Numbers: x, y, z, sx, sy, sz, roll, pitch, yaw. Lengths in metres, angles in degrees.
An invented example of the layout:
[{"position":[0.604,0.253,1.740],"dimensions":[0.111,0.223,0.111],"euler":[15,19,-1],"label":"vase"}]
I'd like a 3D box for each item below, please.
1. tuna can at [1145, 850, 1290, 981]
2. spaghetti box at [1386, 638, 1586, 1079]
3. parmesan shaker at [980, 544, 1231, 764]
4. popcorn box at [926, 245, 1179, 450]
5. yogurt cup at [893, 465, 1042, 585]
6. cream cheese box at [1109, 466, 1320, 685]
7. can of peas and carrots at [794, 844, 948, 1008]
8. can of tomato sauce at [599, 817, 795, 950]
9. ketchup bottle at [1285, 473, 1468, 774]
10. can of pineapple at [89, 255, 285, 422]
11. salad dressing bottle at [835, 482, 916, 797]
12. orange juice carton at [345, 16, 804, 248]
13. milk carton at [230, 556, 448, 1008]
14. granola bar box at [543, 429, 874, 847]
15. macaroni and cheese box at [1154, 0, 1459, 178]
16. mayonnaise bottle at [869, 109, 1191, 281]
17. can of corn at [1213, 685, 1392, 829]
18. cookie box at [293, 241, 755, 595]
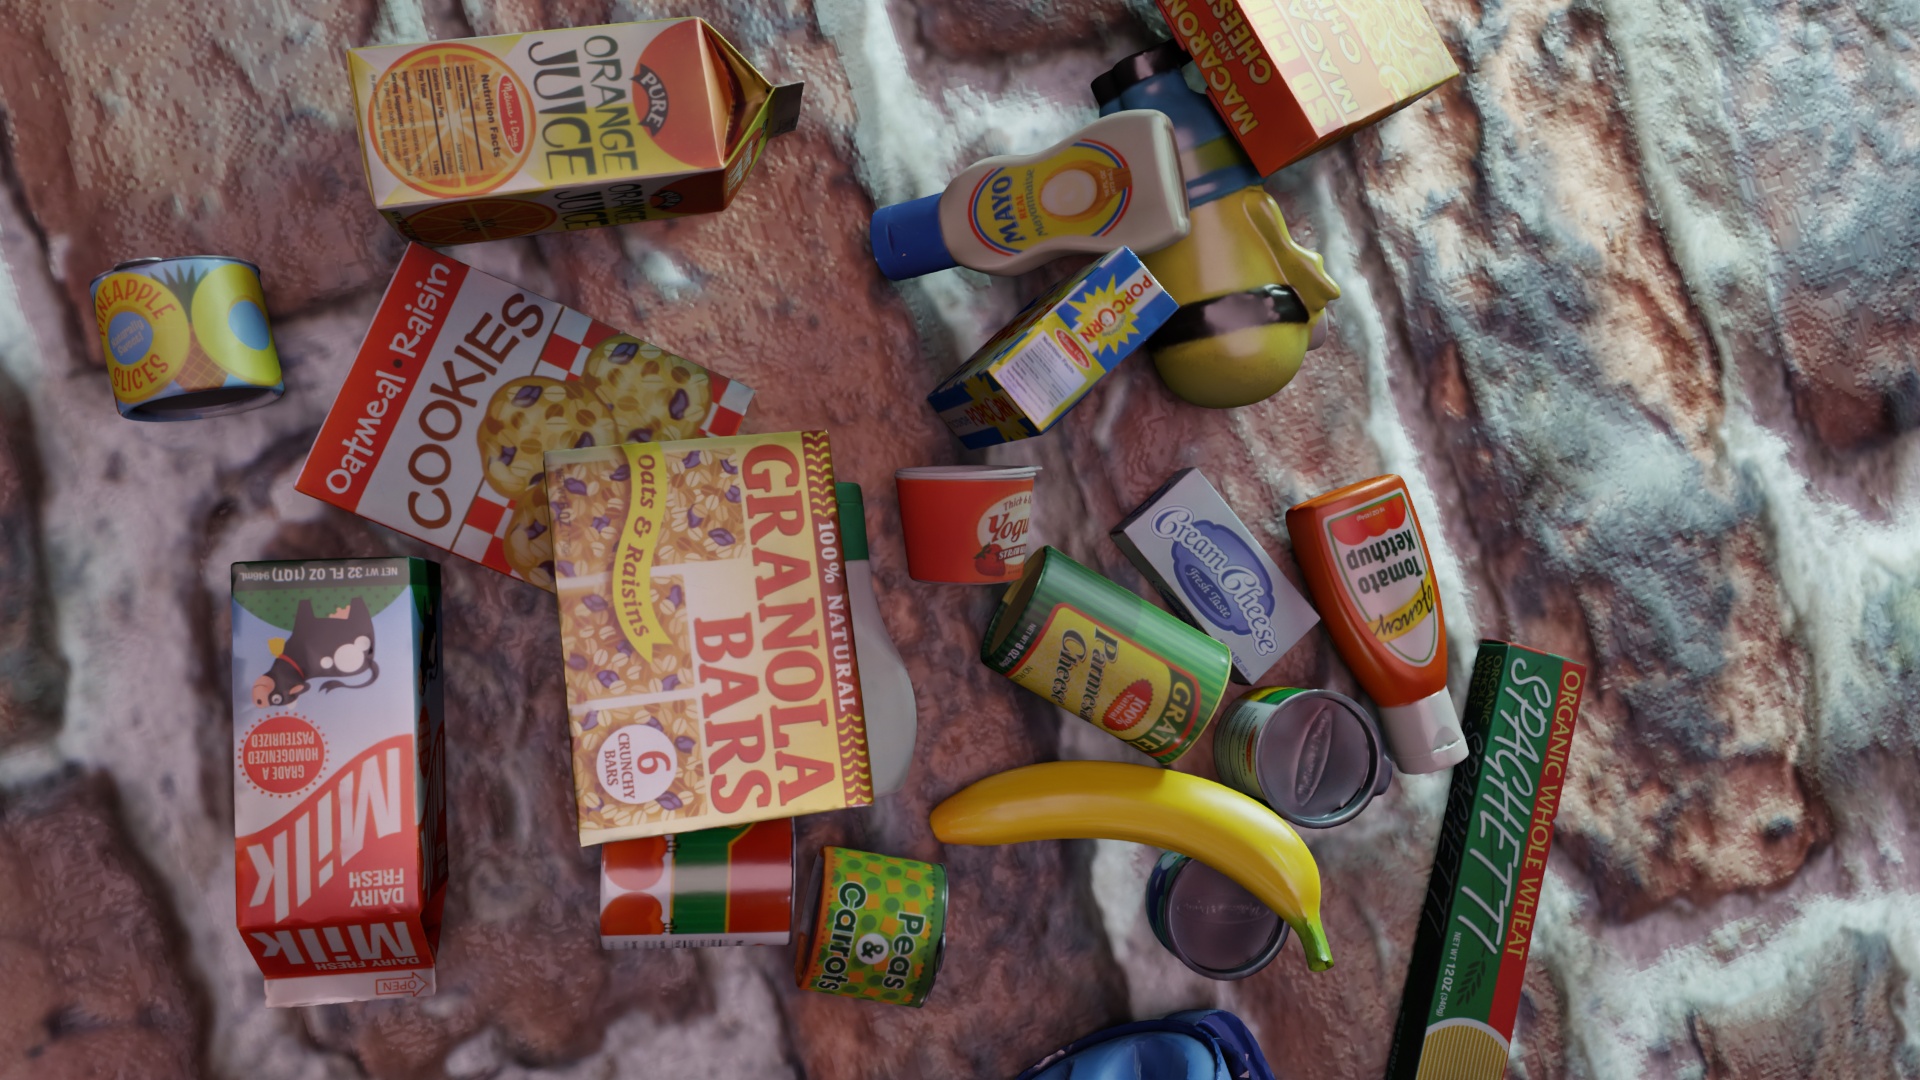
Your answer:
[{"position":[0.128,0.179,0.691],"dimensions":[0.071,0.033,0.071],"euler":[1,87,-11],"label":"tuna can"},{"position":[0.273,0.176,0.721],"dimensions":[0.050,0.028,0.250],"euler":[15,84,-10],"label":"spaghetti box"},{"position":[0.068,0.057,0.672],"dimensions":[0.103,0.071,0.071],"euler":[29,82,-7],"label":"parmesan shaker"},{"position":[0.038,-0.085,0.643],"dimensions":[0.085,0.126,0.038],"euler":[-42,100,-10],"label":"popcorn box"},{"position":[0.002,-0.008,0.665],"dimensions":[0.072,0.072,0.054],"euler":[-2,95,-11],"label":"yogurt cup"},{"position":[0.129,0.018,0.706],"dimensions":[0.053,0.024,0.104],"euler":[-42,95,-12],"label":"cream cheese box"},{"position":[-0.041,0.178,0.640],"dimensions":[0.059,0.071,0.071],"euler":[12,85,-9],"label":"can of peas and carrots"},{"position":[-0.118,0.149,0.630],"dimensions":[0.083,0.071,0.071],"euler":[1,87,-10],"label":"can of tomato sauce"},{"position":[0.219,0.044,0.712],"dimensions":[0.065,0.043,0.148],"euler":[-19,91,-16],"label":"ketchup bottle"},{"position":[-0.335,-0.086,0.602],"dimensions":[0.071,0.071,0.058],"euler":[-13,89,-11],"label":"can of pineapple"},{"position":[-0.057,0.047,0.660],"dimensions":[0.064,0.044,0.147],"euler":[-6,86,-9],"label":"salad dressing bottle"},{"position":[-0.168,-0.188,0.638],"dimensions":[0.193,0.071,0.073],"euler":[-10,89,-11],"label":"orange juice carton"},{"position":[-0.265,0.104,0.601],"dimensions":[0.072,0.073,0.190],"euler":[-1,87,-11],"label":"milk carton"},{"position":[-0.110,0.040,0.604],"dimensions":[0.124,0.039,0.165],"euler":[-6,82,-14],"label":"granola bar box"},{"position":[0.169,-0.257,0.684],"dimensions":[0.167,0.040,0.123],"euler":[-33,93,-42],"label":"macaroni and cheese box"},{"position":[0.030,-0.155,0.654],"dimensions":[0.148,0.041,0.064],"euler":[-9,96,23],"label":"mayonnaise bottle"},{"position":[0.169,0.107,0.691],"dimensions":[0.071,0.058,0.071],"euler":[1,86,-11],"label":"can of corn"},{"position":[-0.197,-0.046,0.641],"dimensions":[0.167,0.040,0.123],"euler":[23,83,-10],"label":"cookie box"}]
